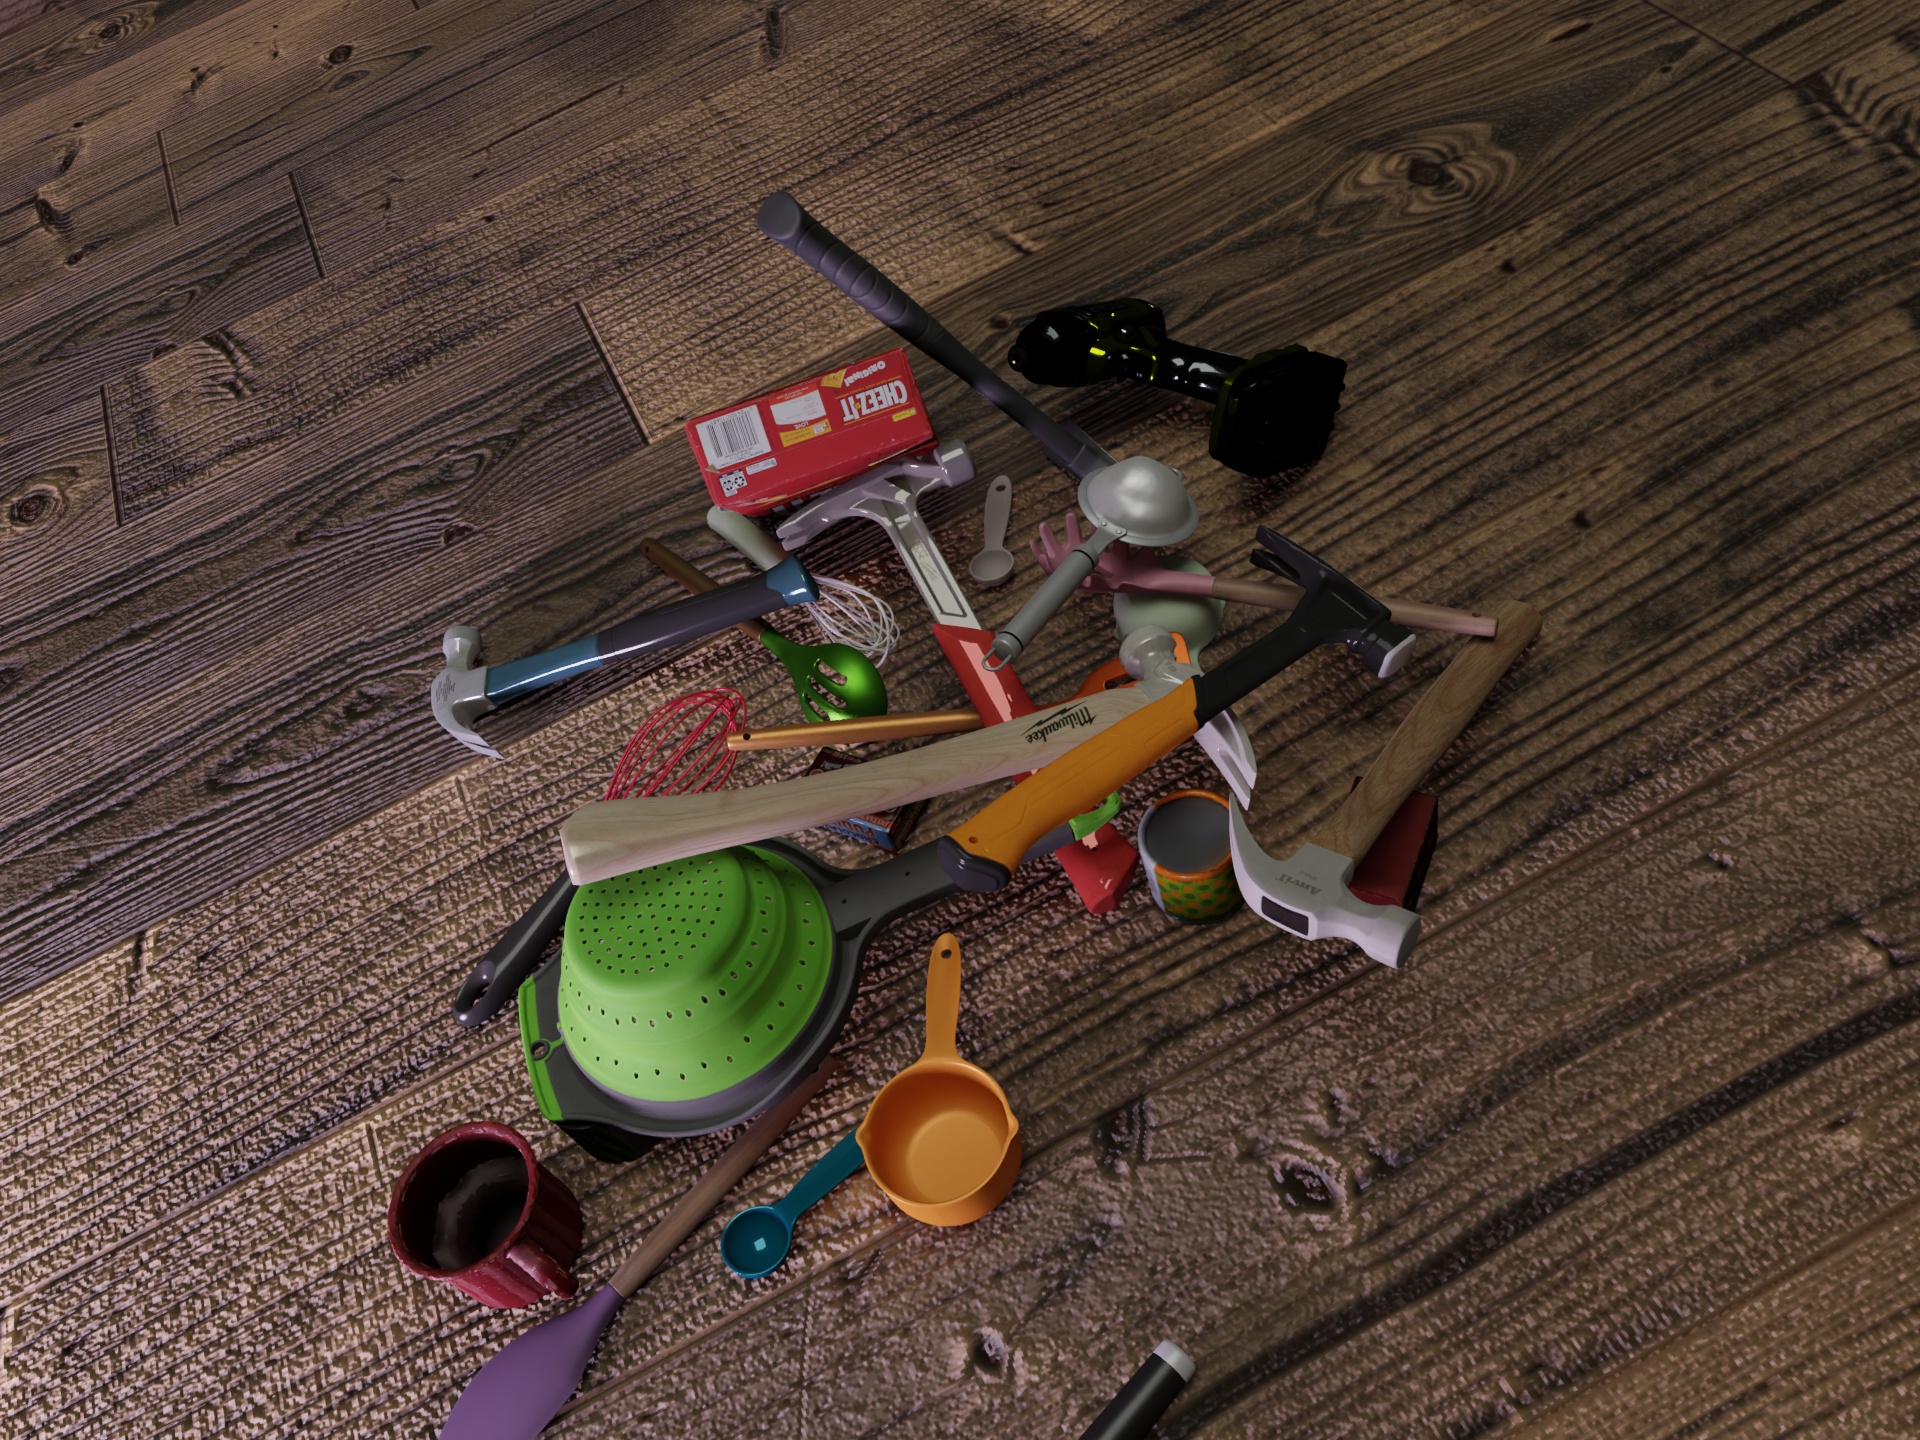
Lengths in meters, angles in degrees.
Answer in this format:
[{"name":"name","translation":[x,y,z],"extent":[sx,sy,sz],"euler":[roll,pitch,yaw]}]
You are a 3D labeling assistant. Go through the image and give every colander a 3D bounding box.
[{"name":"colander","translation":[-0.093,0.102,0.952],"extent":[0.397,0.094,0.205],"euler":[-24,50,-3]}]

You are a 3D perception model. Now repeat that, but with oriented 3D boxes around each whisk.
[{"name":"whisk","translation":[-0.128,-0.110,1.229],"extent":[0.057,0.059,0.247],"euler":[-8,35,-40]},{"name":"whisk","translation":[-0.250,0.090,1.107],"extent":[0.073,0.073,0.296],"euler":[29,73,32]}]

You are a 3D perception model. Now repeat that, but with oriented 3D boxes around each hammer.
[{"name":"hammer","translation":[0.009,-0.027,1.069],"extent":[0.149,0.036,0.359],"euler":[-27,66,-3]},{"name":"hammer","translation":[0.270,0.017,0.956],"extent":[0.130,0.031,0.331],"euler":[21,45,30]},{"name":"hammer","translation":[-0.027,0.039,0.946],"extent":[0.410,0.038,0.146],"euler":[-14,45,-17]},{"name":"hammer","translation":[-0.259,-0.060,1.207],"extent":[0.331,0.033,0.128],"euler":[-17,52,16]},{"name":"hammer","translation":[0.117,-0.004,0.943],"extent":[0.337,0.034,0.127],"euler":[-32,60,-27]},{"name":"hammer","translation":[-0.006,-0.263,1.143],"extent":[0.035,0.334,0.146],"euler":[-51,27,11]}]

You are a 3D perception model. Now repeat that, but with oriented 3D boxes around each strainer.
[{"name":"strainer","translation":[0.088,-0.113,1.060],"extent":[0.087,0.050,0.258],"euler":[30,55,16]}]

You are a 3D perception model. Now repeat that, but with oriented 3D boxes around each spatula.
[{"name":"spatula","translation":[-0.002,-0.003,1.091],"extent":[0.322,0.041,0.081],"euler":[-5,69,2]},{"name":"spatula","translation":[-0.185,0.315,0.940],"extent":[0.060,0.018,0.316],"euler":[32,69,37]}]

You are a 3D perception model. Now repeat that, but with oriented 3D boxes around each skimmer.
[{"name":"skimmer","translation":[-0.026,0.425,0.763],"extent":[0.363,0.090,0.127],"euler":[-42,22,-19]}]

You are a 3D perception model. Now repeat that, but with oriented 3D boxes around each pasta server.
[{"name":"pasta server","translation":[0.197,-0.091,1.066],"extent":[0.316,0.040,0.060],"euler":[11,44,24]}]

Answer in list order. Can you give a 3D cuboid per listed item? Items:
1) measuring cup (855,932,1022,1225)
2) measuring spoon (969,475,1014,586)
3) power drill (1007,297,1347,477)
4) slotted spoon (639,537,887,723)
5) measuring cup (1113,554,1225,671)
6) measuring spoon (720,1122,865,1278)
[{"name":"measuring cup","translation":[-0.006,0.213,0.943],"extent":[0.095,0.052,0.174],"euler":[-7,51,12]},{"name":"measuring spoon","translation":[0.029,-0.145,1.227],"extent":[0.034,0.018,0.124],"euler":[-5,46,13]},{"name":"power drill","translation":[0.158,-0.258,1.196],"extent":[0.223,0.080,0.171],"euler":[27,33,30]},{"name":"slotted spoon","translation":[-0.162,-0.073,1.213],"extent":[0.314,0.031,0.070],"euler":[36,111,39]},{"name":"measuring cup","translation":[0.153,-0.050,1.097],"extent":[0.083,0.038,0.168],"euler":[-16,49,5]},{"name":"measuring spoon","translation":[-0.086,0.281,0.941],"extent":[0.128,0.021,0.042],"euler":[-38,52,-24]}]
